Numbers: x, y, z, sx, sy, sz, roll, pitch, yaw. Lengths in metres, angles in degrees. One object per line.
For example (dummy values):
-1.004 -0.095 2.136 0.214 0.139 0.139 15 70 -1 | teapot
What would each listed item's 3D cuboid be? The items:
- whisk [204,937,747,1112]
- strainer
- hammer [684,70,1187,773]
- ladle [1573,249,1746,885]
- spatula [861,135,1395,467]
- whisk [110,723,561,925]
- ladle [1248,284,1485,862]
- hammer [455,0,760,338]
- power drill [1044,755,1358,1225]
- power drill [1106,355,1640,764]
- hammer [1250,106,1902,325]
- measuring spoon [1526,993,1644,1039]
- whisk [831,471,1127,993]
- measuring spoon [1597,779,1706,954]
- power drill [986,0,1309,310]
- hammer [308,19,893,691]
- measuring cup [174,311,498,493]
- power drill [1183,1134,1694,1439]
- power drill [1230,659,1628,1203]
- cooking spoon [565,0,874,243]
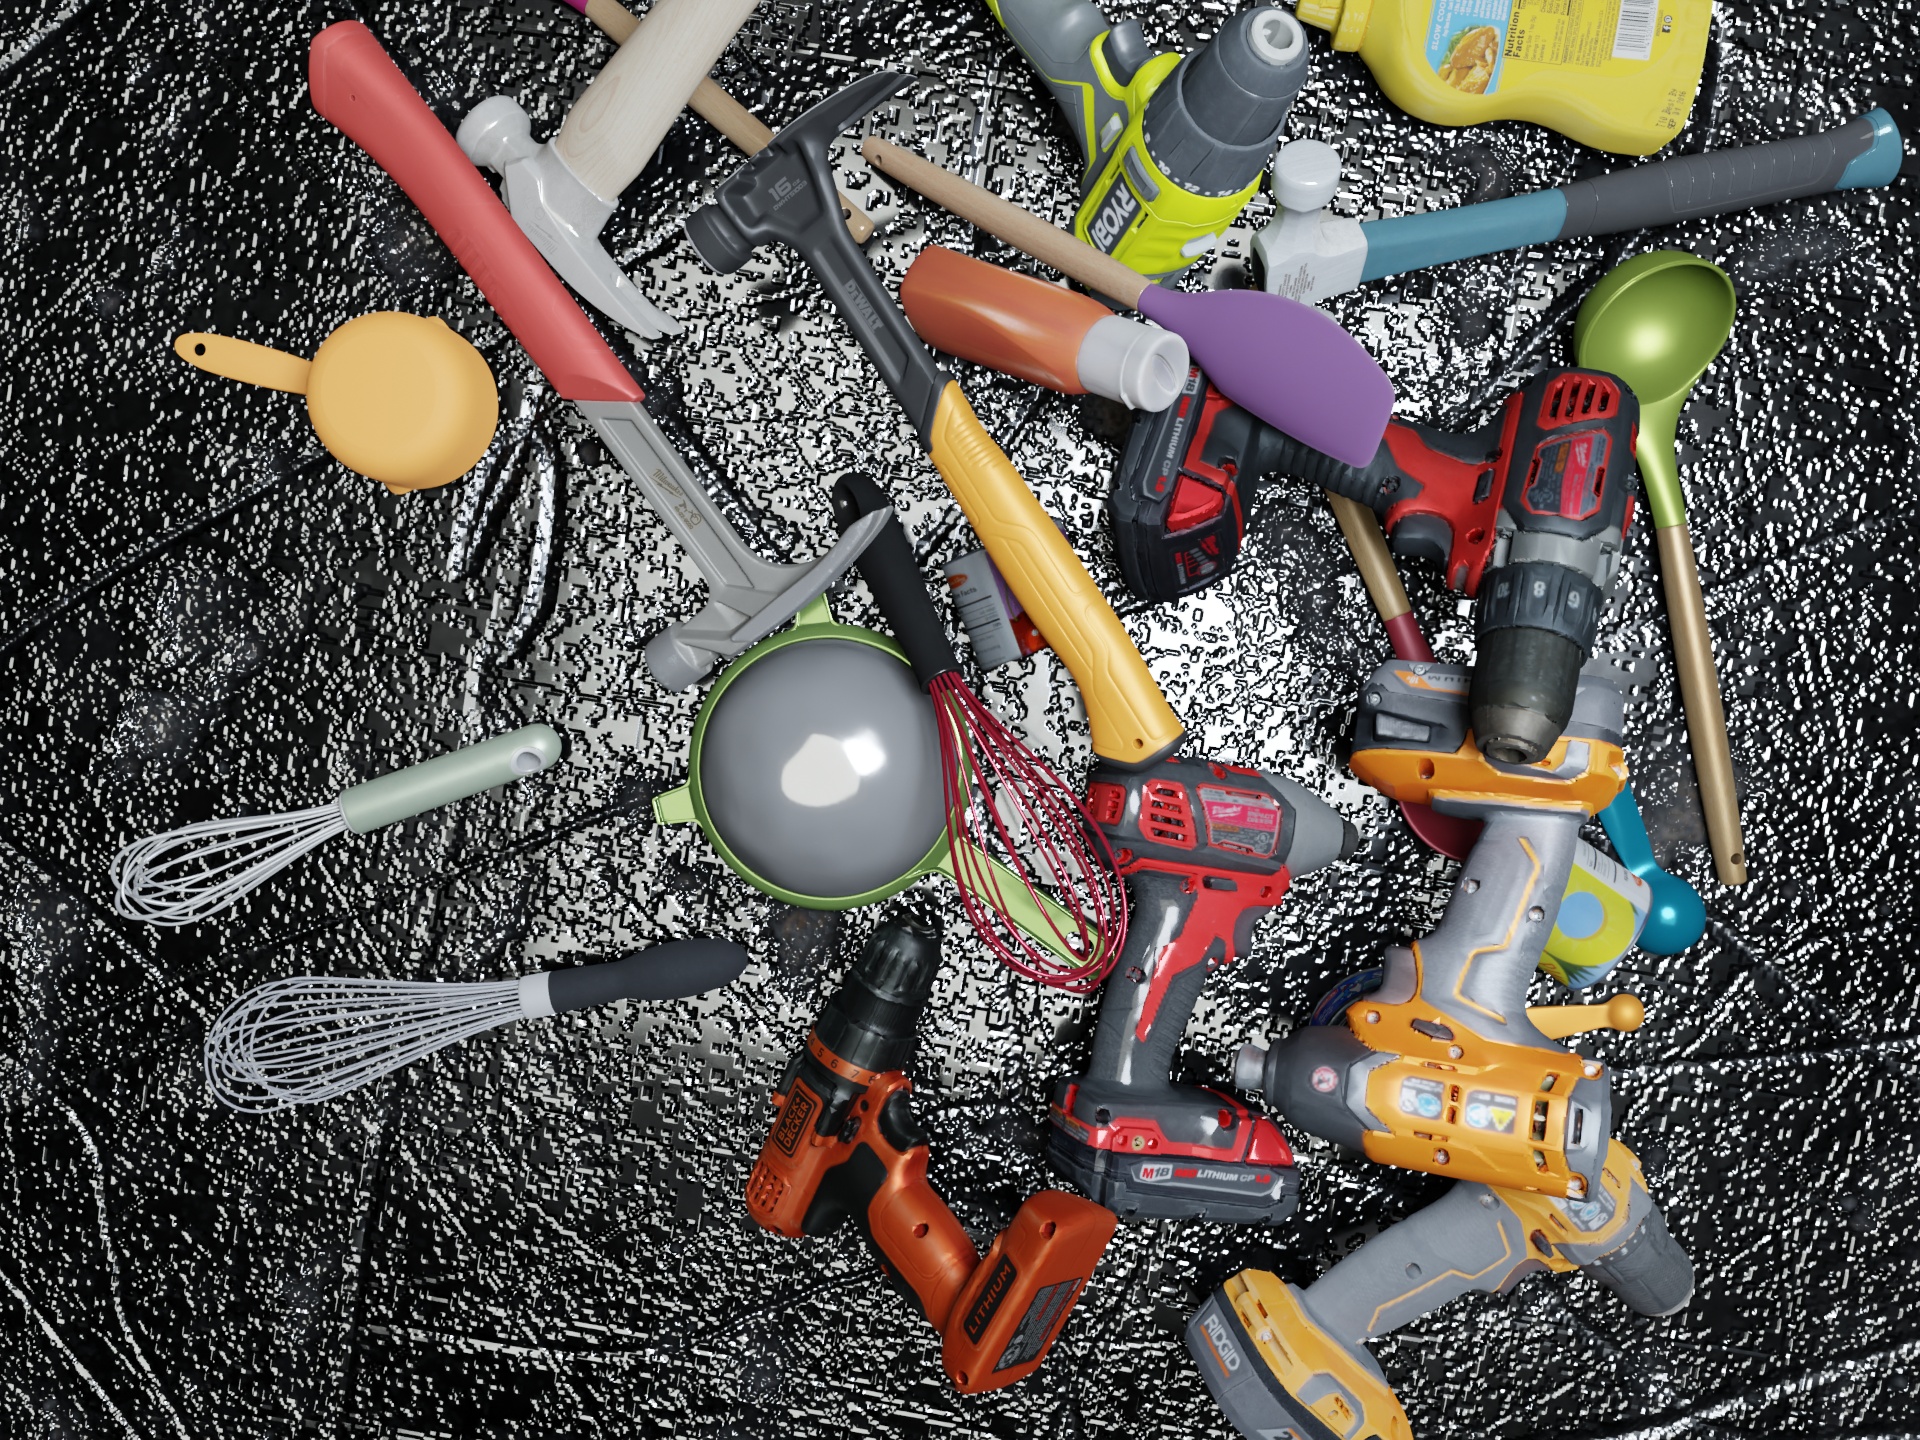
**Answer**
-0.252 0.148 0.830 0.284 0.070 0.070 -11 93 -2 | whisk
-0.027 0.057 0.805 0.256 0.069 0.151 35 94 2 | strainer
0.010 -0.126 0.735 0.127 0.034 0.337 -31 93 25 | hammer
0.365 -0.071 0.792 0.078 0.062 0.320 -12 95 -2 | ladle
0.068 -0.212 0.748 0.316 0.018 0.059 36 137 26 | spatula
-0.326 0.050 0.833 0.246 0.059 0.057 -19 129 -1 | whisk
0.212 -0.077 0.811 0.069 0.031 0.315 -23 90 9 | ladle
-0.076 -0.356 0.715 0.146 0.038 0.410 49 121 -1 | hammer
0.123 0.130 0.795 0.143 0.078 0.220 9 88 -19 | power drill
0.186 -0.083 0.731 0.227 0.080 0.188 11 69 18 | power drill
0.299 -0.247 0.766 0.331 0.128 0.033 -13 62 -6 | hammer
0.297 0.160 0.826 0.117 0.011 0.021 -9 93 4 | measuring spoon
-0.001 -0.002 0.768 0.073 0.073 0.296 -27 68 3 | whisk
0.346 0.062 0.814 0.042 0.021 0.128 -24 93 3 | measuring spoon
0.065 -0.324 0.727 0.080 0.190 0.228 -27 86 -18 | power drill
-0.192 -0.195 0.784 0.149 0.037 0.359 -36 92 21 | hammer
-0.328 -0.175 0.814 0.173 0.052 0.095 14 93 -1 | measuring cup
0.248 0.289 0.793 0.226 0.084 0.185 -43 113 4 | power drill
0.218 0.091 0.733 0.164 0.084 0.226 6 76 20 | power drill
-0.168 -0.352 0.816 0.319 0.017 0.069 40 94 0 | cooking spoon
